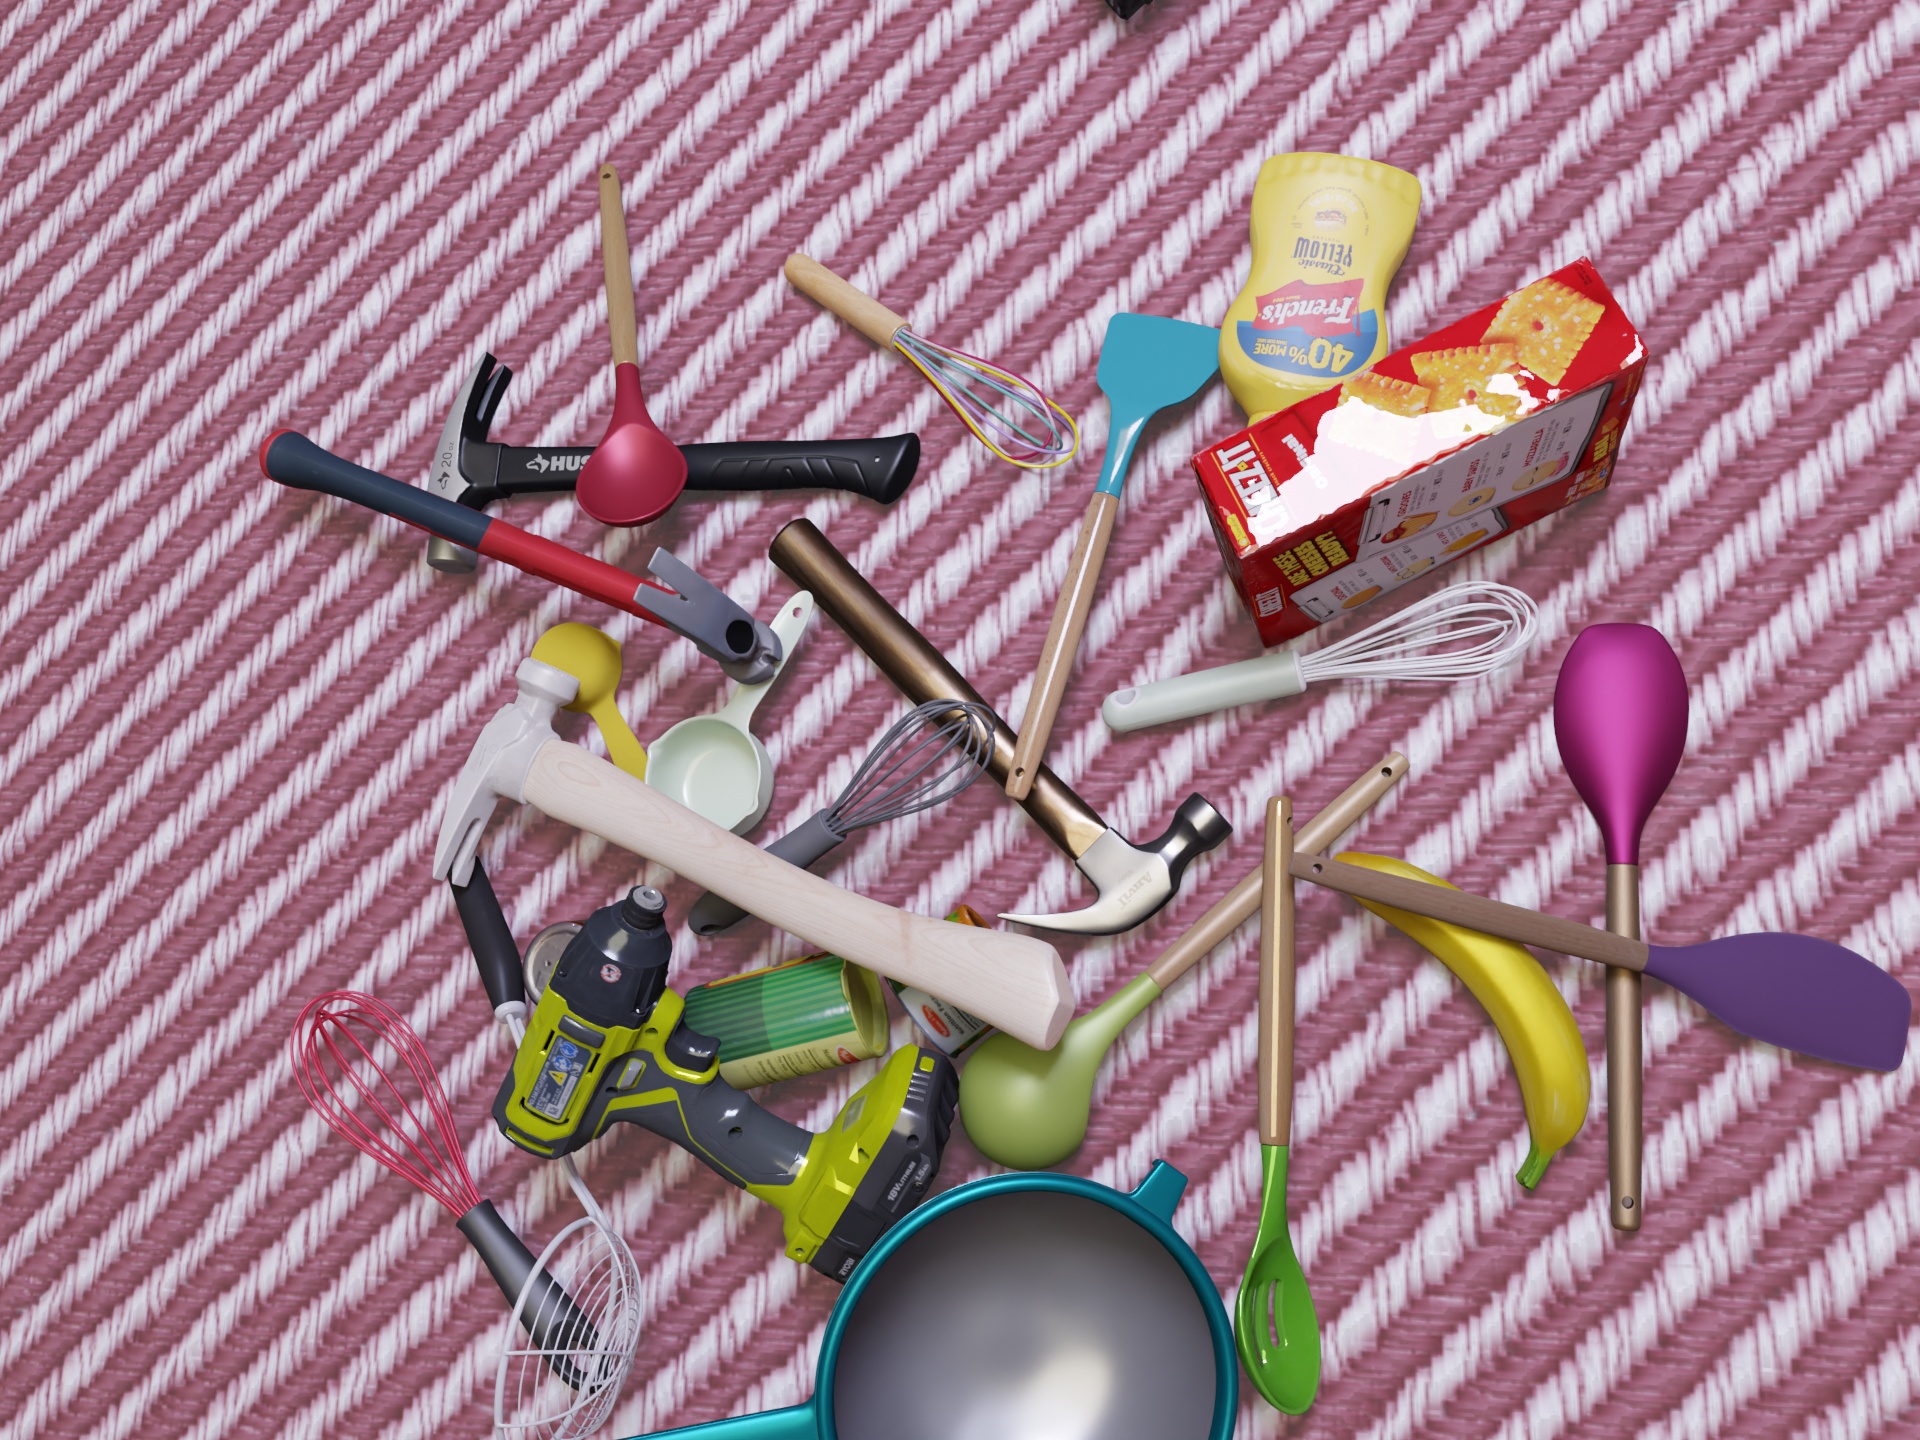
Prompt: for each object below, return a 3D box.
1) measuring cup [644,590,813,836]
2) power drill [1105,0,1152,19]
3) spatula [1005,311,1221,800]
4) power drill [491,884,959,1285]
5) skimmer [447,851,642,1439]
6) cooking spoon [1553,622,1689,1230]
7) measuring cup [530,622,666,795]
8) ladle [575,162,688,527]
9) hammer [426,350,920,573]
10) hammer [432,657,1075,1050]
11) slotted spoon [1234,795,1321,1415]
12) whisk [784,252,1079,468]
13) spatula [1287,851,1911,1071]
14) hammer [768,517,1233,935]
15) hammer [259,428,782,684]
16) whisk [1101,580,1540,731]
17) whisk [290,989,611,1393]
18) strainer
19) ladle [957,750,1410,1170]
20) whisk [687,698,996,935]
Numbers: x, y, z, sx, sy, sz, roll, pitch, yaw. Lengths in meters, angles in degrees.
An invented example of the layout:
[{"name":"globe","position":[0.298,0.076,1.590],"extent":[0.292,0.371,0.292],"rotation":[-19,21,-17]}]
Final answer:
[{"name":"measuring cup","position":[-0.129,-0.002,0.976],"extent":[0.083,0.038,0.167],"rotation":[27,85,19]},{"name":"power drill","position":[0.055,-0.555,0.988],"extent":[0.080,0.190,0.228],"rotation":[-42,85,3]},{"name":"spatula","position":[0.081,-0.103,0.931],"extent":[0.082,0.044,0.317],"rotation":[15,80,16]},{"name":"power drill","position":[-0.121,0.194,0.847],"extent":[0.223,0.080,0.171],"rotation":[27,116,-4]},{"name":"skimmer","position":[-0.270,0.235,0.923],"extent":[0.090,0.127,0.364],"rotation":[-27,60,-5]},{"name":"cooking spoon","position":[0.348,0.102,0.835],"extent":[0.069,0.017,0.319],"rotation":[1,78,16]},{"name":"measuring cup","position":[-0.224,0.004,1.003],"extent":[0.062,0.029,0.157],"rotation":[-34,70,6]},{"name":"ladle","position":[-0.219,-0.247,1.029],"extent":[0.069,0.031,0.316],"rotation":[-9,62,-2]},{"name":"hammer","position":[-0.189,-0.169,1.030],"extent":[0.335,0.035,0.146],"rotation":[1,79,15]},{"name":"hammer","position":[-0.125,0.094,0.892],"extent":[0.411,0.038,0.146],"rotation":[21,84,27]},{"name":"slotted spoon","position":[0.166,0.196,0.836],"extent":[0.031,0.070,0.314],"rotation":[-6,77,43]},{"name":"whisk","position":[-0.025,-0.228,0.996],"extent":[0.245,0.051,0.047],"rotation":[38,95,22]},{"name":"spatula","position":[0.324,0.112,0.814],"extent":[0.316,0.018,0.060],"rotation":[14,78,6]},{"name":"hammer","position":[-0.002,-0.003,0.946],"extent":[0.130,0.031,0.331],"rotation":[-46,71,1]},{"name":"hammer","position":[-0.294,-0.117,0.965],"extent":[0.386,0.143,0.038],"rotation":[22,82,23]},{"name":"whisk","position":[0.198,-0.029,0.893],"extent":[0.246,0.059,0.058],"rotation":[-13,38,16]},{"name":"whisk","position":[-0.304,0.280,0.953],"extent":[0.073,0.073,0.296],"rotation":[-43,77,3]},{"name":"strainer","position":[-0.034,0.341,0.811],"extent":[0.340,0.095,0.211],"rotation":[-8,87,-7]},{"name":"ladle","position":[0.127,0.128,0.883],"extent":[0.320,0.062,0.078],"rotation":[-41,74,-4]},{"name":"whisk","position":[-0.073,0.061,0.924],"extent":[0.239,0.055,0.055],"rotation":[-36,71,23]}]
